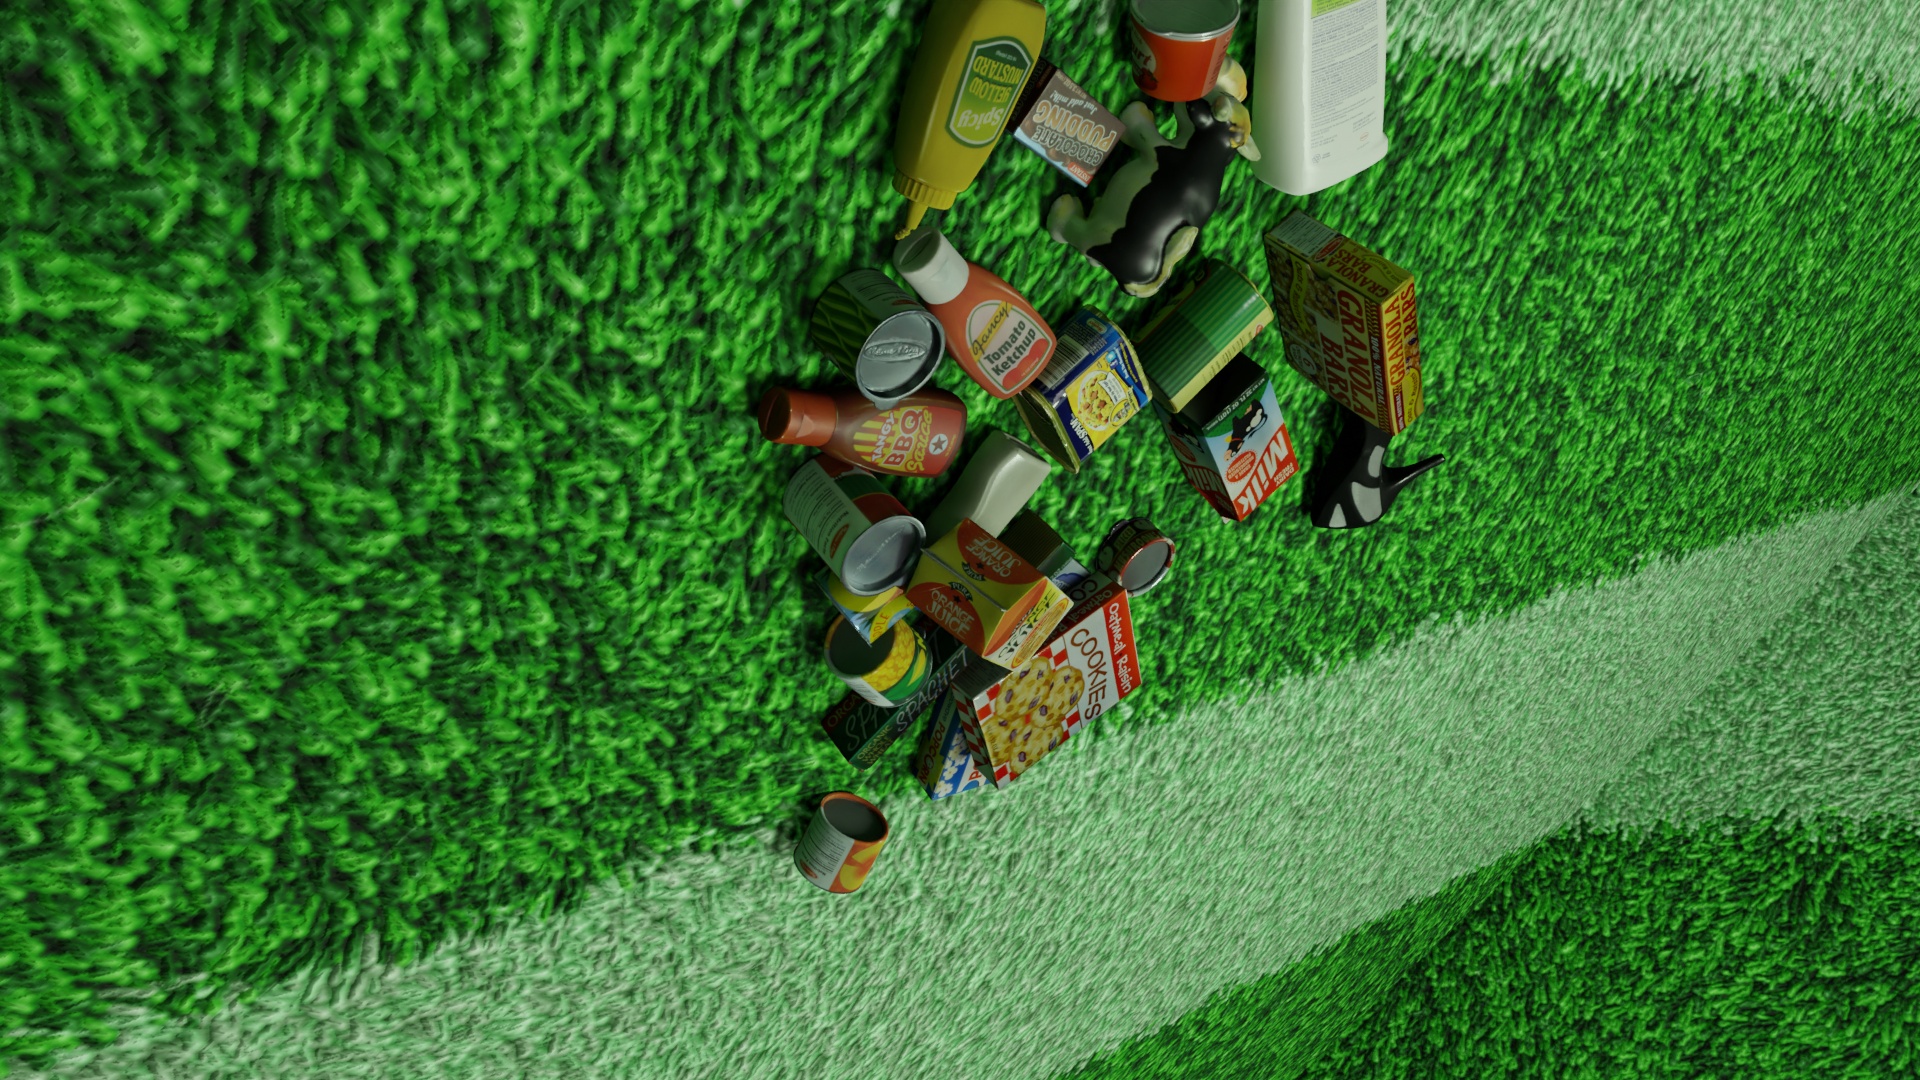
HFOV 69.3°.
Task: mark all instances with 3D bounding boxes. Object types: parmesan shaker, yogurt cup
[{"bbox_3d":[0.178,-0.156,1.058,0.103,0.071,0.071,-44,143,1],"label":"parmesan shaker"},{"bbox_3d":[0.139,-0.316,0.879,0.072,0.072,0.053,-28,148,-21],"label":"yogurt cup"}]

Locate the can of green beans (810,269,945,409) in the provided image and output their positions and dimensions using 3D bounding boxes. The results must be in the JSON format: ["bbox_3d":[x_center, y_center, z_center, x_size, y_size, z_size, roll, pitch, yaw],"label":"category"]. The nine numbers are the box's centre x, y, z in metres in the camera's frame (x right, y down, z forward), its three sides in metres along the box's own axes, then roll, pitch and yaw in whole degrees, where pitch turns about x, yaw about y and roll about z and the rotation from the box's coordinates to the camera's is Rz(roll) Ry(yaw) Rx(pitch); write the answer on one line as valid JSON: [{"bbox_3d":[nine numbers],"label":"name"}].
[{"bbox_3d":[-0.053,-0.130,0.878,0.071,0.058,0.071,-25,138,-24],"label":"can of green beans"}]

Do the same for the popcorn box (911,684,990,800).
[{"bbox_3d":[0.015,0.164,1.231,0.085,0.038,0.126,-9,130,-39],"label":"popcorn box"}]

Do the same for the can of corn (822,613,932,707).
[{"bbox_3d":[-0.062,0.085,1.064,0.071,0.071,0.058,-44,142,-1],"label":"can of corn"}]

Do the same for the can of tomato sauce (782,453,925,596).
[{"bbox_3d":[-0.072,-0.012,0.949,0.071,0.083,0.070,-25,139,-24],"label":"can of tomato sauce"}]

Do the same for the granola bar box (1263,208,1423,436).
[{"bbox_3d":[0.310,-0.173,1.118,0.039,0.124,0.165,-40,142,-8],"label":"granola bar box"}]

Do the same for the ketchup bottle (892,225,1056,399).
[{"bbox_3d":[0.007,-0.154,0.924,0.064,0.044,0.148,-48,142,3],"label":"ketchup bottle"}]

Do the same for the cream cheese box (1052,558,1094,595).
[{"bbox_3d":[0.085,0.039,1.191,0.053,0.024,0.103,-49,143,4],"label":"cream cheese box"}]

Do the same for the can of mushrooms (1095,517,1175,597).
[{"bbox_3d":[0.154,0.014,1.224,0.071,0.033,0.070,-25,139,-23],"label":"can of mushrooms"}]

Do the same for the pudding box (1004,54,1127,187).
[{"bbox_3d":[0.062,-0.266,0.881,0.083,0.030,0.049,20,111,-50],"label":"pudding box"}]

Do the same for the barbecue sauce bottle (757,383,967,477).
[{"bbox_3d":[-0.065,-0.078,0.928,0.149,0.044,0.064,3,117,-44],"label":"barbecue sauce bottle"}]

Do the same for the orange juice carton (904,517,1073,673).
[{"bbox_3d":[0.021,0.040,0.997,0.073,0.072,0.192,-52,165,0],"label":"orange juice carton"}]

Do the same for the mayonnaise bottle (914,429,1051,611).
[{"bbox_3d":[0.004,-0.013,1.054,0.148,0.041,0.065,-51,148,11],"label":"mayonnaise bottle"}]

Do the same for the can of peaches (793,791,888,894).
[{"bbox_3d":[-0.101,0.257,1.190,0.071,0.071,0.057,3,122,-44],"label":"can of peaches"}]

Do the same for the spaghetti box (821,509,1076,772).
[{"bbox_3d":[-0.011,0.081,1.121,0.250,0.050,0.028,-46,141,2],"label":"spaghetti box"}]

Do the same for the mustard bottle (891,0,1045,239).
[{"bbox_3d":[-0.005,-0.248,0.819,0.065,0.049,0.159,0,125,-40],"label":"mustard bottle"}]

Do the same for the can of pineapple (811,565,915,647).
[{"bbox_3d":[-0.065,0.035,1.012,0.058,0.071,0.070,-40,142,-6],"label":"can of pineapple"}]

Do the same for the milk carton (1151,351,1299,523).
[{"bbox_3d":[0.226,-0.084,1.166,0.072,0.073,0.190,-42,143,-3],"label":"milk carton"}]

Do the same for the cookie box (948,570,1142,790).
[{"bbox_3d":[0.076,0.118,1.184,0.168,0.040,0.122,-34,135,-20],"label":"cookie box"}]
